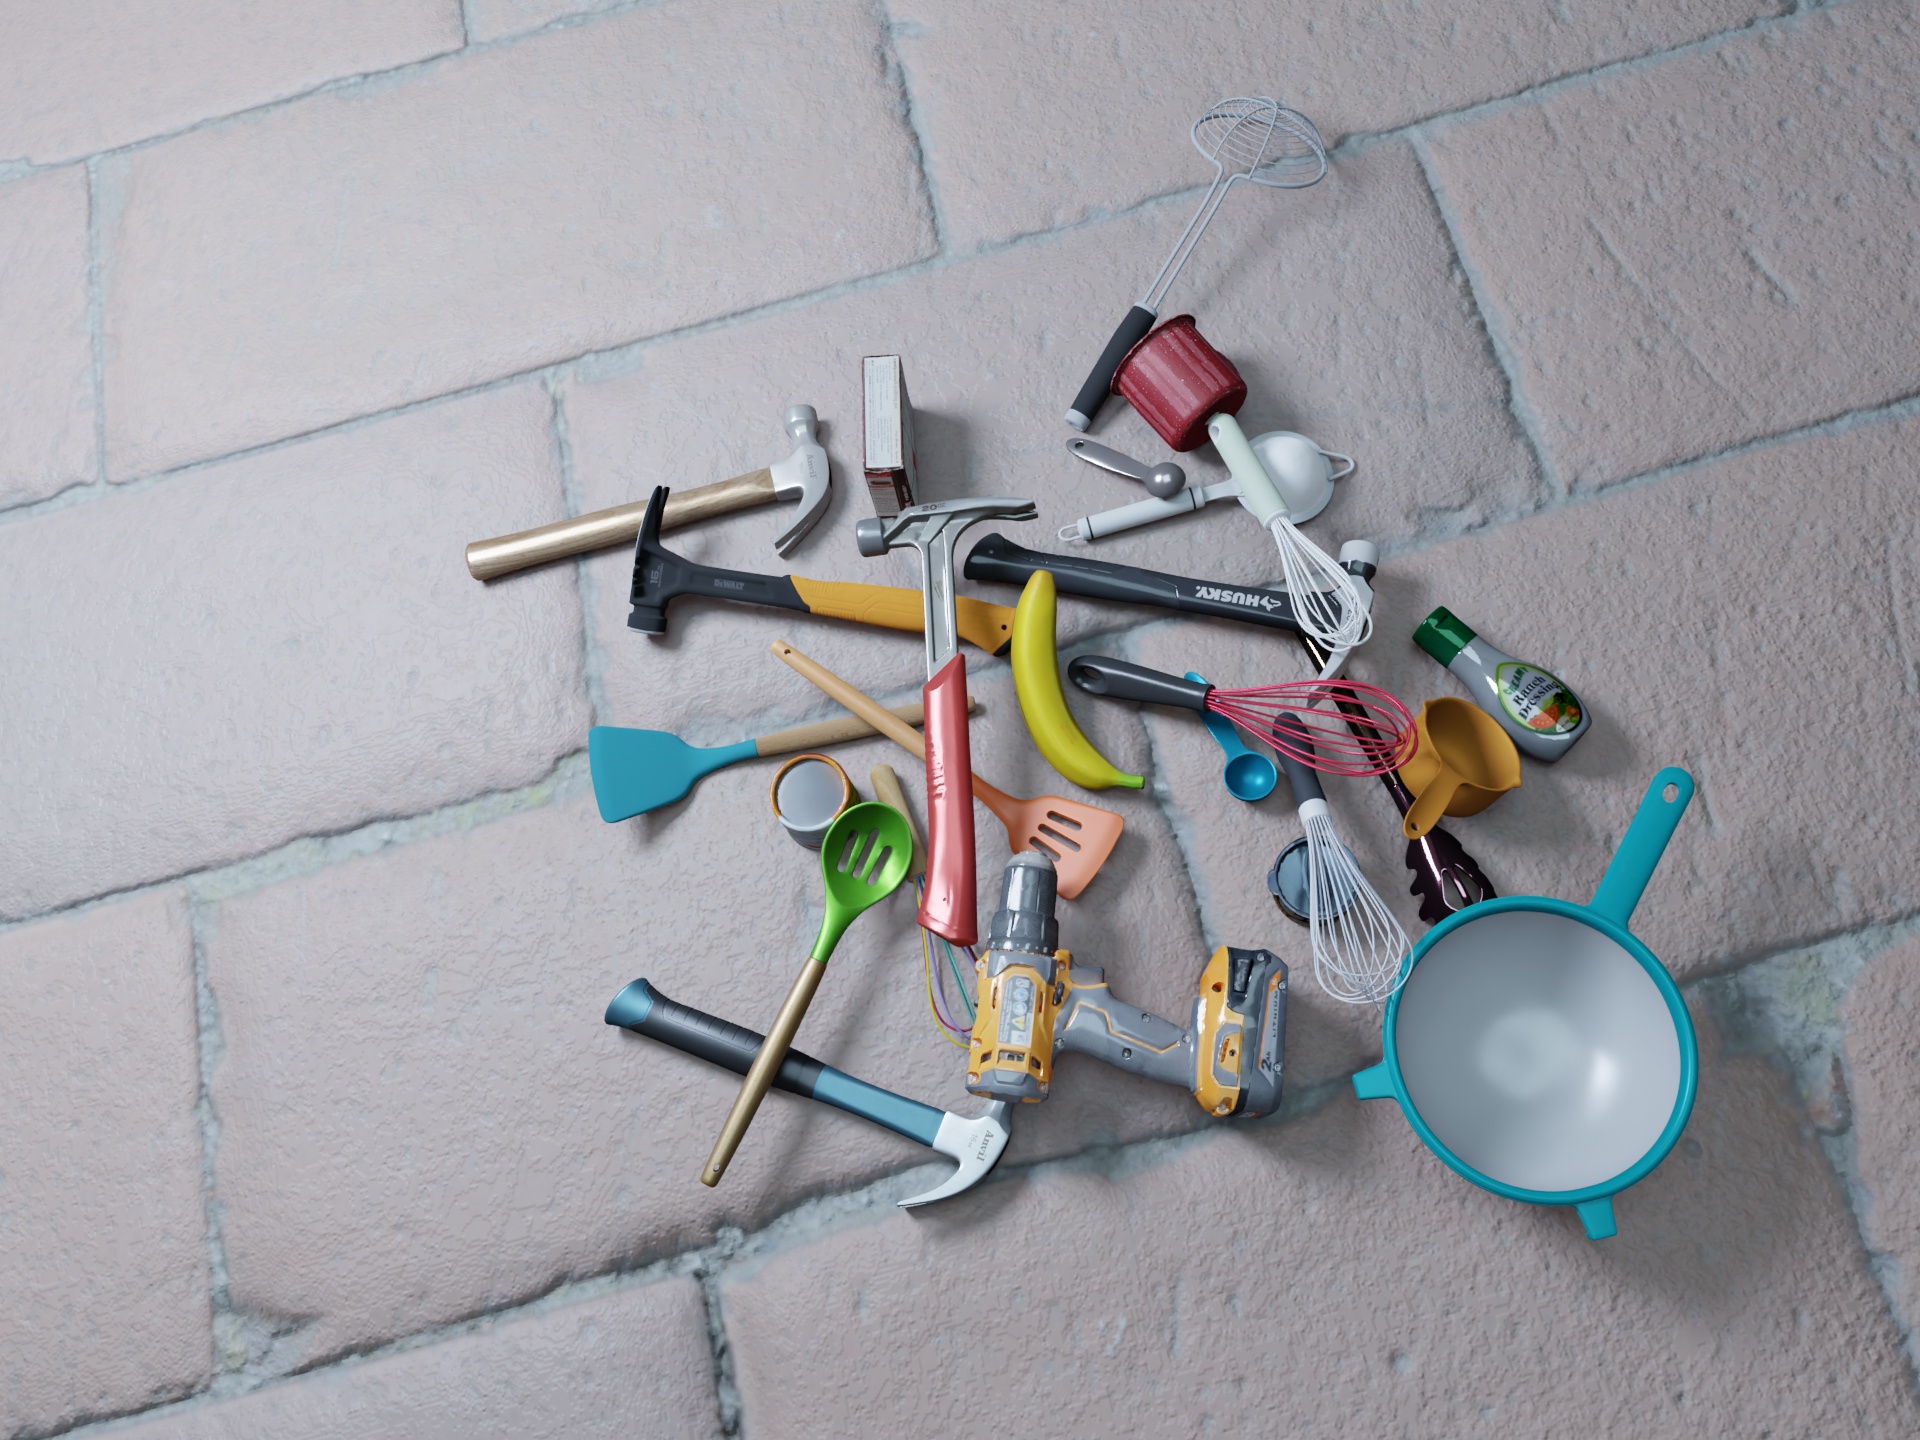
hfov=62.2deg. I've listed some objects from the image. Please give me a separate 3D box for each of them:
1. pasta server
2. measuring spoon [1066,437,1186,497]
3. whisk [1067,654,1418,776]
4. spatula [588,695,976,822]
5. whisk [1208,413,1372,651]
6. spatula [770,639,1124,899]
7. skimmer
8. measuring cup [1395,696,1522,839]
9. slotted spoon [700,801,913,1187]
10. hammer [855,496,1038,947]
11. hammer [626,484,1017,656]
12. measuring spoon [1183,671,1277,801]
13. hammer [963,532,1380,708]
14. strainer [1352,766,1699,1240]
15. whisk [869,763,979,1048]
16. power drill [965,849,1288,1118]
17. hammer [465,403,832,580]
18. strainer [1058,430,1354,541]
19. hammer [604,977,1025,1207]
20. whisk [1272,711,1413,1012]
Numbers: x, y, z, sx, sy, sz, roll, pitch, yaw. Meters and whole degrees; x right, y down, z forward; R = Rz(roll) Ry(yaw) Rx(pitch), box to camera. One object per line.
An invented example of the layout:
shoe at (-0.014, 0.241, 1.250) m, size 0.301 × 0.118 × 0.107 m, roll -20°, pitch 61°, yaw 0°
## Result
pasta server at (0.331, 0.032, 1.255) m, size 0.060 × 0.040 × 0.316 m, roll -24°, pitch 65°, yaw -2°
measuring spoon at (0.137, -0.222, 1.356) m, size 0.124 × 0.018 × 0.034 m, roll 28°, pitch 71°, yaw 33°
whisk at (0.211, -0.012, 1.235) m, size 0.296 × 0.073 × 0.073 m, roll 14°, pitch 72°, yaw 32°
spatula at (-0.143, 0.016, 1.310) m, size 0.317 × 0.044 × 0.082 m, roll -12°, pitch 77°, yaw 1°
whisk at (0.257, -0.155, 1.270) m, size 0.059 × 0.057 × 0.247 m, roll -9°, pitch 58°, yaw -24°
spatula at (-0.021, 0.026, 1.279) m, size 0.322 × 0.041 × 0.081 m, roll 34°, pitch 78°, yaw 7°
skimmer at (0.201, -0.406, 1.426) m, size 0.127 × 0.090 × 0.363 m, roll 31°, pitch 87°, yaw 14°
measuring cup at (0.354, 0.052, 1.191) m, size 0.095 × 0.052 × 0.174 m, roll 42°, pitch 47°, yaw 7°
slotted spoon at (-0.122, 0.206, 1.215) m, size 0.070 × 0.031 × 0.314 m, roll 27°, pitch 75°, yaw -4°
hammer at (-0.002, -0.004, 1.246) m, size 0.149 × 0.036 × 0.359 m, roll -6°, pitch 72°, yaw 9°
hammer at (-0.111, -0.111, 1.339) m, size 0.337 × 0.034 × 0.127 m, roll 10°, pitch 95°, yaw 6°
measuring spoon at (0.213, 0.014, 1.284) m, size 0.042 × 0.021 × 0.129 m, roll -25°, pitch 60°, yaw -3°
hammer at (0.164, -0.102, 1.306) m, size 0.335 × 0.035 × 0.146 m, roll 11°, pitch 67°, yaw 15°
strainer at (0.436, 0.186, 1.150) m, size 0.211 × 0.095 × 0.340 m, roll 30°, pitch 75°, yaw 14°
whisk at (-0.028, 0.143, 1.252) m, size 0.047 × 0.051 × 0.245 m, roll -24°, pitch 66°, yaw 4°
power drill at (0.123, 0.198, 1.179) m, size 0.226 × 0.084 × 0.185 m, roll 7°, pitch 71°, yaw 2°
hammer at (-0.274, -0.178, 1.402) m, size 0.331 × 0.031 × 0.130 m, roll -15°, pitch 69°, yaw 2°
strainer at (0.208, -0.190, 1.343) m, size 0.258 × 0.050 × 0.087 m, roll -16°, pitch 73°, yaw 5°
hammer at (-0.120, 0.271, 1.222) m, size 0.331 × 0.033 × 0.128 m, roll 19°, pitch 73°, yaw 13°
whisk at (0.271, 0.095, 1.180) m, size 0.070 × 0.070 × 0.285 m, roll -10°, pitch 43°, yaw 4°
